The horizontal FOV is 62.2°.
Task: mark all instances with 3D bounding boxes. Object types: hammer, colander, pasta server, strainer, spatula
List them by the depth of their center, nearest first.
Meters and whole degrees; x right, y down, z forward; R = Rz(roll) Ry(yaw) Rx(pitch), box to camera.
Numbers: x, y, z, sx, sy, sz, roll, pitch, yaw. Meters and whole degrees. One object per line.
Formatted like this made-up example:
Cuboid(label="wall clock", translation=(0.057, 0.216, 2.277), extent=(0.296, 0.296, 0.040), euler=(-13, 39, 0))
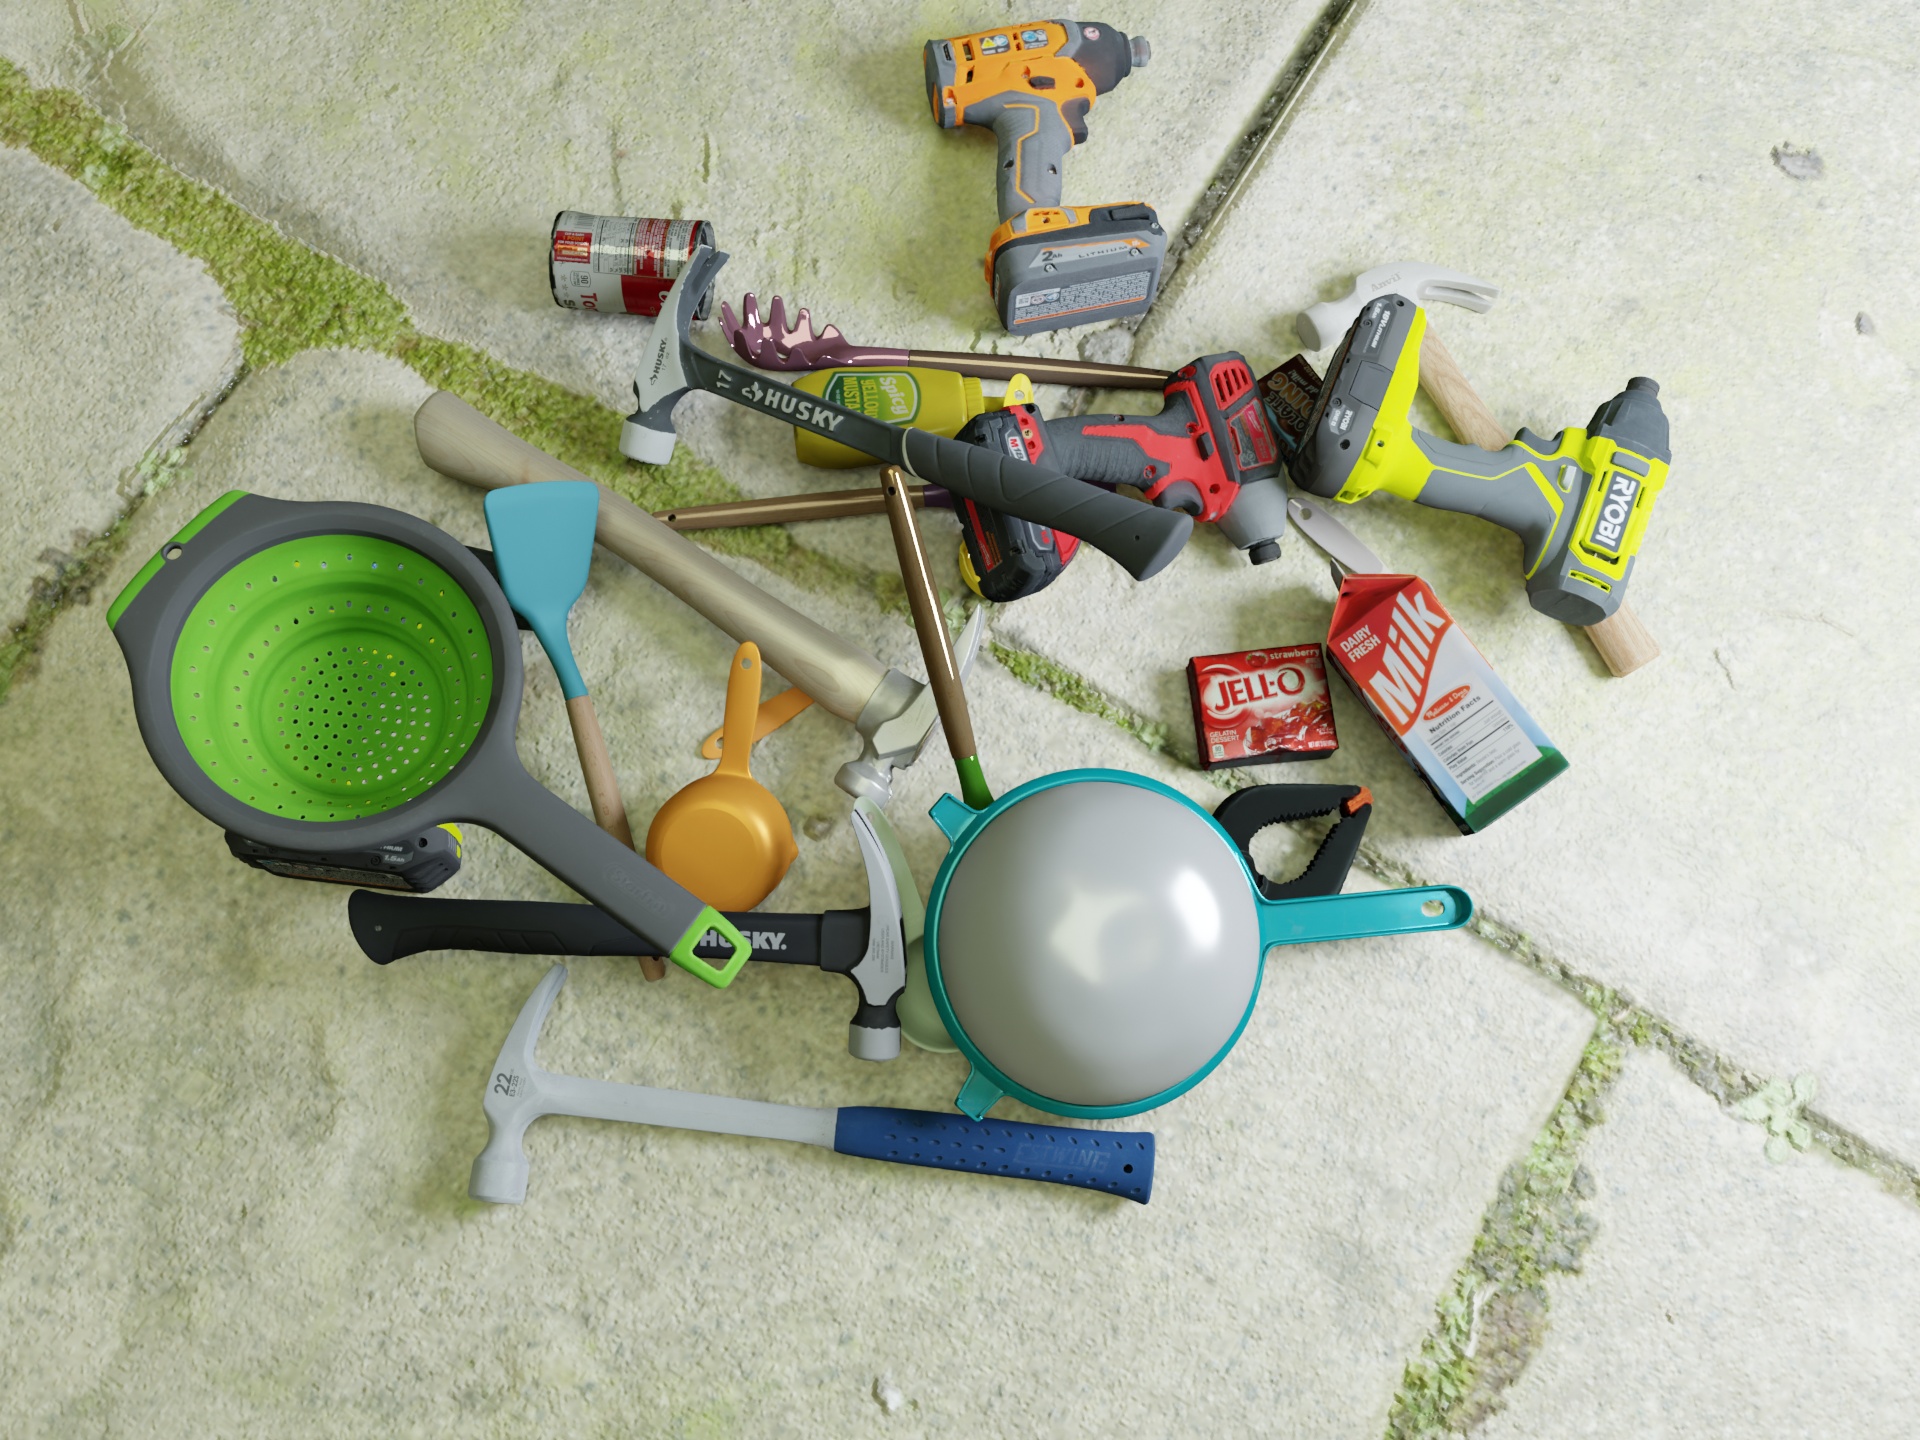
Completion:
Cuboid(label="colander", translation=(-0.291, 0.032, 0.921), extent=(0.397, 0.094, 0.204), euler=(36, 69, 0))
Cuboid(label="strainer", translation=(0.151, 0.125, 0.931), extent=(0.340, 0.095, 0.211), euler=(-5, 84, -7))
Cuboid(label="hammer", translation=(-0.198, 0.120, 0.947), extent=(0.335, 0.035, 0.146), euler=(2, 93, 3))
Cuboid(label="hammer", translation=(-0.085, 0.241, 0.966), extent=(0.405, 0.035, 0.144), euler=(7, 75, 1))
Cuboid(label="hammer", translation=(-0.042, -0.176, 0.982), extent=(0.409, 0.036, 0.149), euler=(24, 106, 26))
Cuboid(label="spatula", translation=(-0.229, 0.009, 0.997), extent=(0.082, 0.044, 0.317), euler=(-14, 87, -45))
Cuboid(label="hammer", translation=(-0.182, -0.110, 1.042), extent=(0.411, 0.038, 0.146), euler=(33, 88, 10))
Cuboid(label="spatula", translation=(-0.051, -0.153, 1.082), extent=(0.316, 0.018, 0.060), euler=(-7, 84, -3))
Cuboid(label="hammer", translation=(0.372, -0.176, 1.089), extent=(0.130, 0.031, 0.331), euler=(-29, 77, -8))
Cuboid(label="pasta server", translation=(-0.008, -0.254, 1.101), extent=(0.316, 0.040, 0.060), euler=(4, 42, -1))

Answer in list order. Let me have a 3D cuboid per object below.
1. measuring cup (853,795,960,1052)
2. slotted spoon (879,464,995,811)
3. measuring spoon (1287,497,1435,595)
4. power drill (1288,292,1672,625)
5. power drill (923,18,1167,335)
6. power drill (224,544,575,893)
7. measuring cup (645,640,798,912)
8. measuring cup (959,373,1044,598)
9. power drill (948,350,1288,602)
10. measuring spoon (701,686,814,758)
Cuboid(label="measuring cup", translation=(-0.026, 0.124, 0.988), extent=(0.083, 0.038, 0.168), euler=(-25, 81, 3))
Cuboid(label="slotted spoon", translation=(-0.002, -0.003, 0.978), extent=(0.070, 0.031, 0.313), euler=(-12, 102, 17))
Cuboid(label="measuring spoon", translation=(0.270, -0.109, 1.080), extent=(0.124, 0.018, 0.034), euler=(44, 94, 17))
Cuboid(label="power drill", translation=(0.344, -0.181, 1.037), extent=(0.223, 0.080, 0.171), euler=(23, 77, 1))
Cuboid(label="power drill", translation=(0.075, -0.396, 1.121), extent=(0.164, 0.084, 0.227), euler=(-12, 71, -5))
Cuboid(label="power drill", translation=(-0.357, -0.012, 1.011), extent=(0.190, 0.080, 0.229), euler=(7, 73, -4))
Cuboid(label="measuring cup", translation=(-0.145, 0.038, 0.981), extent=(0.095, 0.052, 0.173), euler=(9, 98, 2))
Cuboid(label="measuring cup", translation=(0.031, -0.156, 1.071), extent=(0.062, 0.029, 0.156), euler=(8, 79, -12))
Cuboid(label="power drill", translation=(0.112, -0.153, 1.039), extent=(0.219, 0.078, 0.143), euler=(-16, 86, -20))
Cuboid(label="measuring spoon", translation=(-0.119, -0.008, 1.045), extent=(0.117, 0.011, 0.021), euler=(-31, 77, -9))
